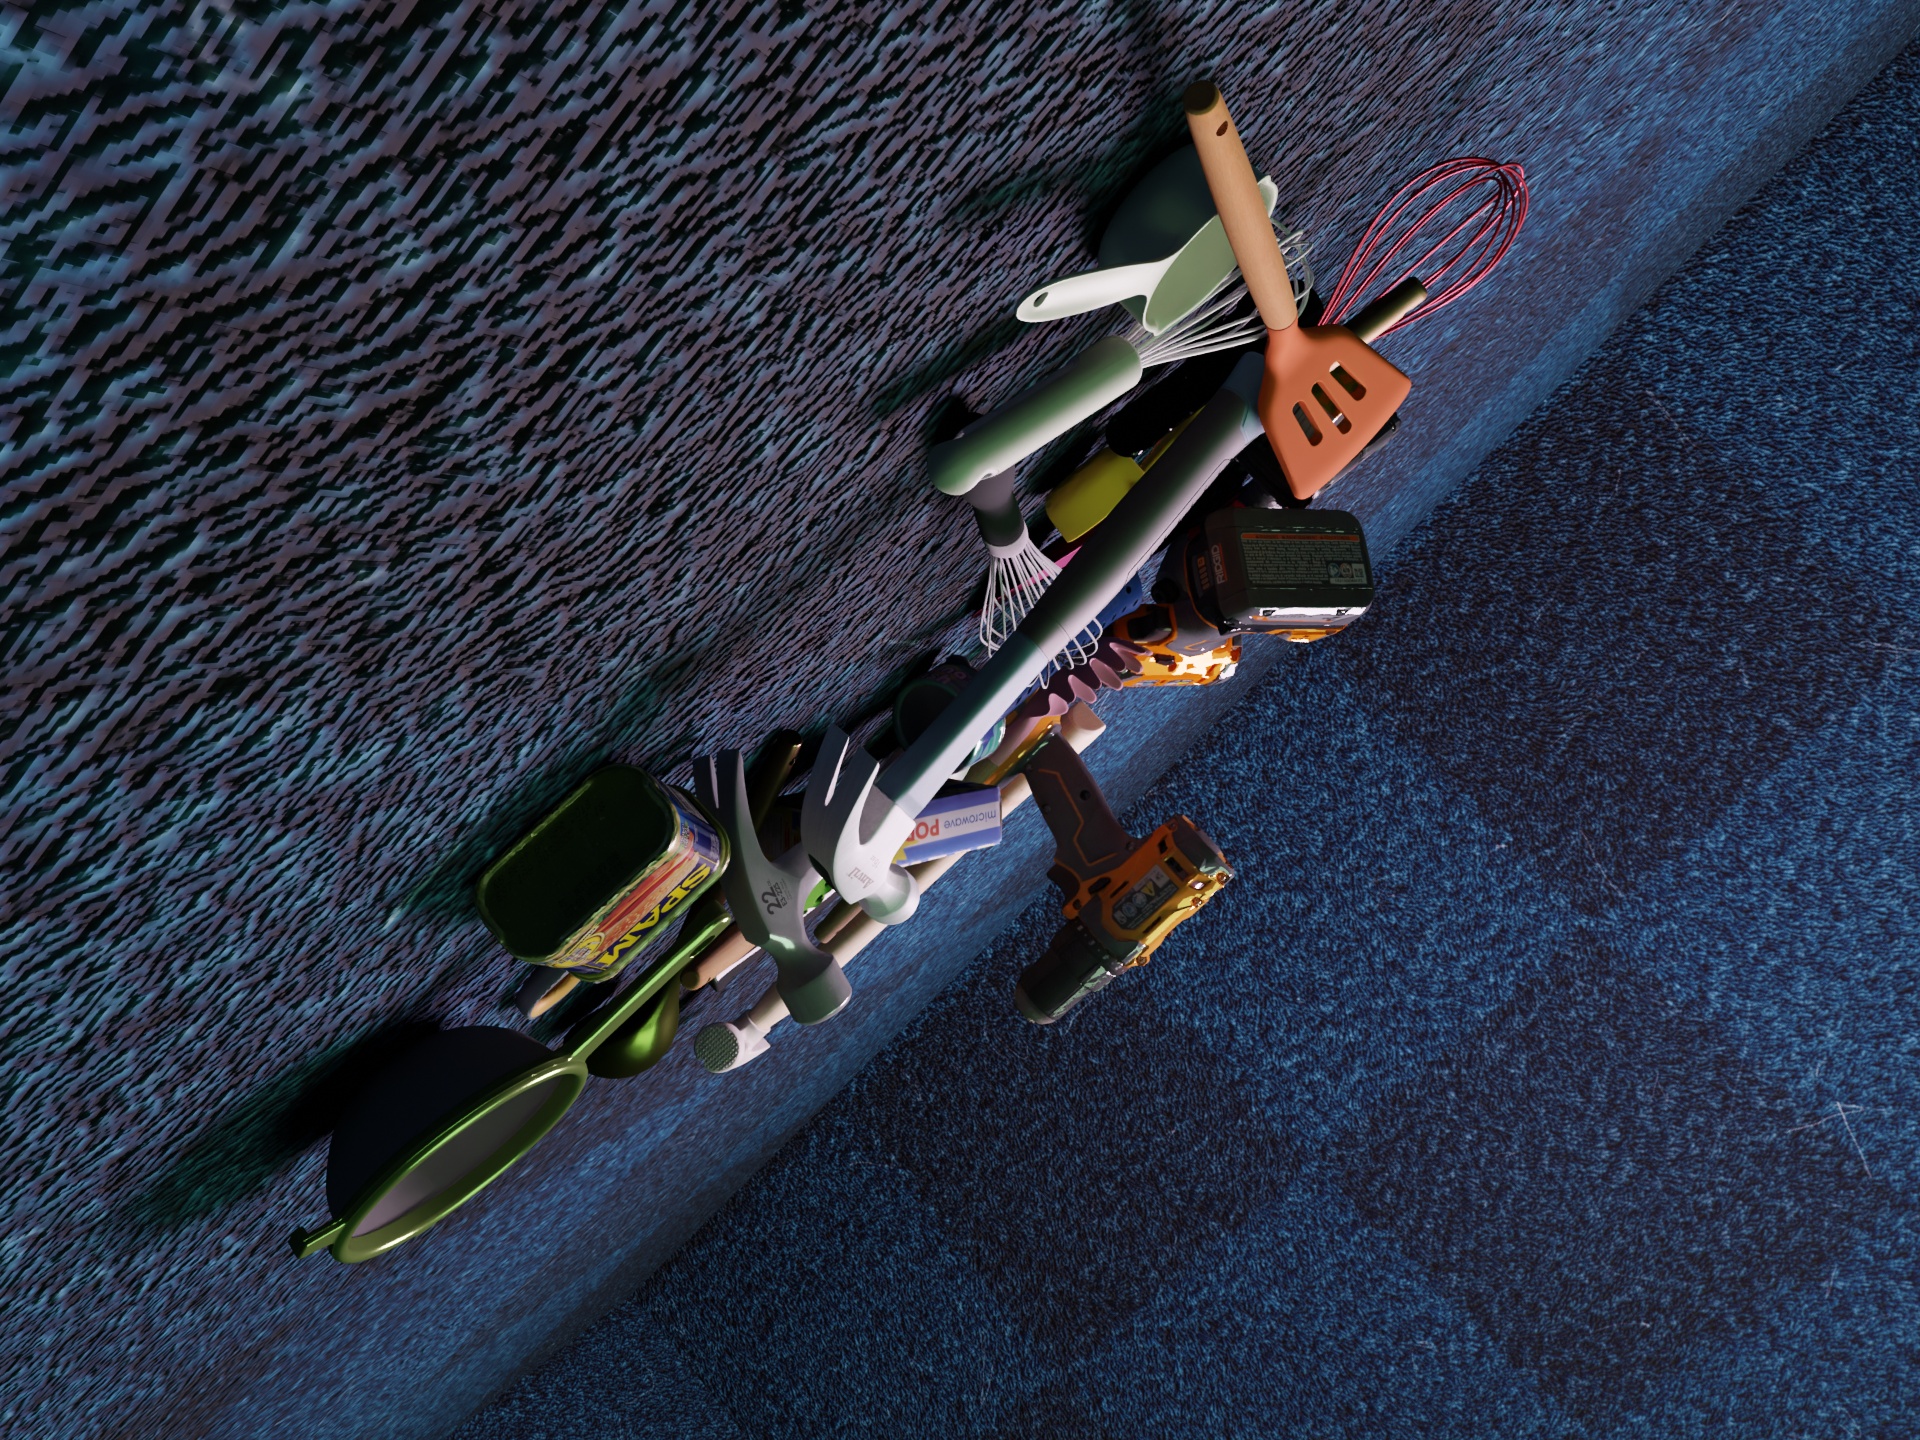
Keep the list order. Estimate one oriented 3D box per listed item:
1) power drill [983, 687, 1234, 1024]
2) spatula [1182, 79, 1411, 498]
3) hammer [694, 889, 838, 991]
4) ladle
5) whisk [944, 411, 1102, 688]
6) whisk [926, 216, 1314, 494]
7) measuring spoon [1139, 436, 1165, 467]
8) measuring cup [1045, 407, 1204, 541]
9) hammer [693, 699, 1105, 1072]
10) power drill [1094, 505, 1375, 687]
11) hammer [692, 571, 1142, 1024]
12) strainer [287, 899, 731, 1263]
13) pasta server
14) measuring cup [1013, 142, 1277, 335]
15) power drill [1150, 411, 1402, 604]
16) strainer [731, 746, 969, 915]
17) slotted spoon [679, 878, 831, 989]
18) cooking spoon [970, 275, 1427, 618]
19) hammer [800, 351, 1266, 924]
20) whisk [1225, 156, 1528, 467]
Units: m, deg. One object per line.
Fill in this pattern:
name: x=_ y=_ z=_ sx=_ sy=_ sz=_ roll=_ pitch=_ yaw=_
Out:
power drill: x=0.059 y=0.091 z=1.158 sx=0.185 sy=0.226 sz=0.084 roll=-44 pitch=169 yaw=8
spatula: x=0.138 y=-0.175 z=0.667 sx=0.081 sy=0.041 sz=0.322 roll=-47 pitch=160 yaw=8
hammer: x=-0.078 y=0.108 z=1.252 sx=0.335 sy=0.035 sz=0.146 roll=-35 pitch=167 yaw=-37
ladle: x=-0.167 y=0.113 z=0.963 sx=0.078 sy=0.062 sz=0.320 roll=-37 pitch=162 yaw=-52
whisk: x=0.026 y=-0.082 z=0.805 sx=0.070 sy=0.070 sz=0.284 roll=-42 pitch=160 yaw=-4
whisk: x=0.075 y=-0.162 z=0.699 sx=0.246 sy=0.059 sz=0.058 roll=-37 pitch=-171 yaw=-30
measuring spoon: x=0.130 y=-0.181 z=0.957 sx=0.117 sy=0.011 sz=0.021 roll=-51 pitch=157 yaw=21
measuring cup: x=0.101 y=-0.158 z=0.896 sx=0.156 sy=0.029 sz=0.062 roll=-48 pitch=-169 yaw=-29
hammer: x=-0.043 y=0.134 z=1.294 sx=0.410 sy=0.038 sz=0.146 roll=-42 pitch=172 yaw=0
power drill: x=0.163 y=-0.076 z=1.122 sx=0.164 sy=0.084 sz=0.226 roll=-2 pitch=167 yaw=-25
hammer: x=-0.001 y=-0.003 z=0.923 sx=0.035 sy=0.144 sz=0.405 roll=-12 pitch=-159 yaw=41
strainer: x=-0.233 y=0.168 z=0.824 sx=0.256 sy=0.069 sz=0.151 roll=-43 pitch=167 yaw=-6
pasta server: x=0.008 y=0.051 z=1.109 sx=0.316 sy=0.040 sz=0.060 roll=-46 pitch=166 yaw=14
measuring cup: x=0.062 y=-0.185 z=0.620 sx=0.167 sy=0.038 sz=0.083 roll=-29 pitch=162 yaw=-45
power drill: x=0.220 y=-0.164 z=1.181 sx=0.143 sy=0.078 sz=0.219 roll=-38 pitch=171 yaw=-23
strainer: x=-0.059 y=0.057 z=1.043 sx=0.258 sy=0.050 sz=0.087 roll=-38 pitch=-169 yaw=-39
slotted spoon: x=-0.126 y=0.128 z=1.030 sx=0.070 sy=0.031 sz=0.314 roll=-52 pitch=177 yaw=10
cooking spoon: x=0.125 y=-0.146 z=0.902 sx=0.319 sy=0.017 sz=0.069 roll=-35 pitch=177 yaw=28
hammer: x=0.044 y=-0.046 z=0.774 sx=0.331 sy=0.033 sz=0.128 roll=-49 pitch=149 yaw=-5
whisk: x=0.224 y=-0.232 z=0.976 sx=0.295 sy=0.073 sz=0.073 roll=-43 pitch=171 yaw=36
